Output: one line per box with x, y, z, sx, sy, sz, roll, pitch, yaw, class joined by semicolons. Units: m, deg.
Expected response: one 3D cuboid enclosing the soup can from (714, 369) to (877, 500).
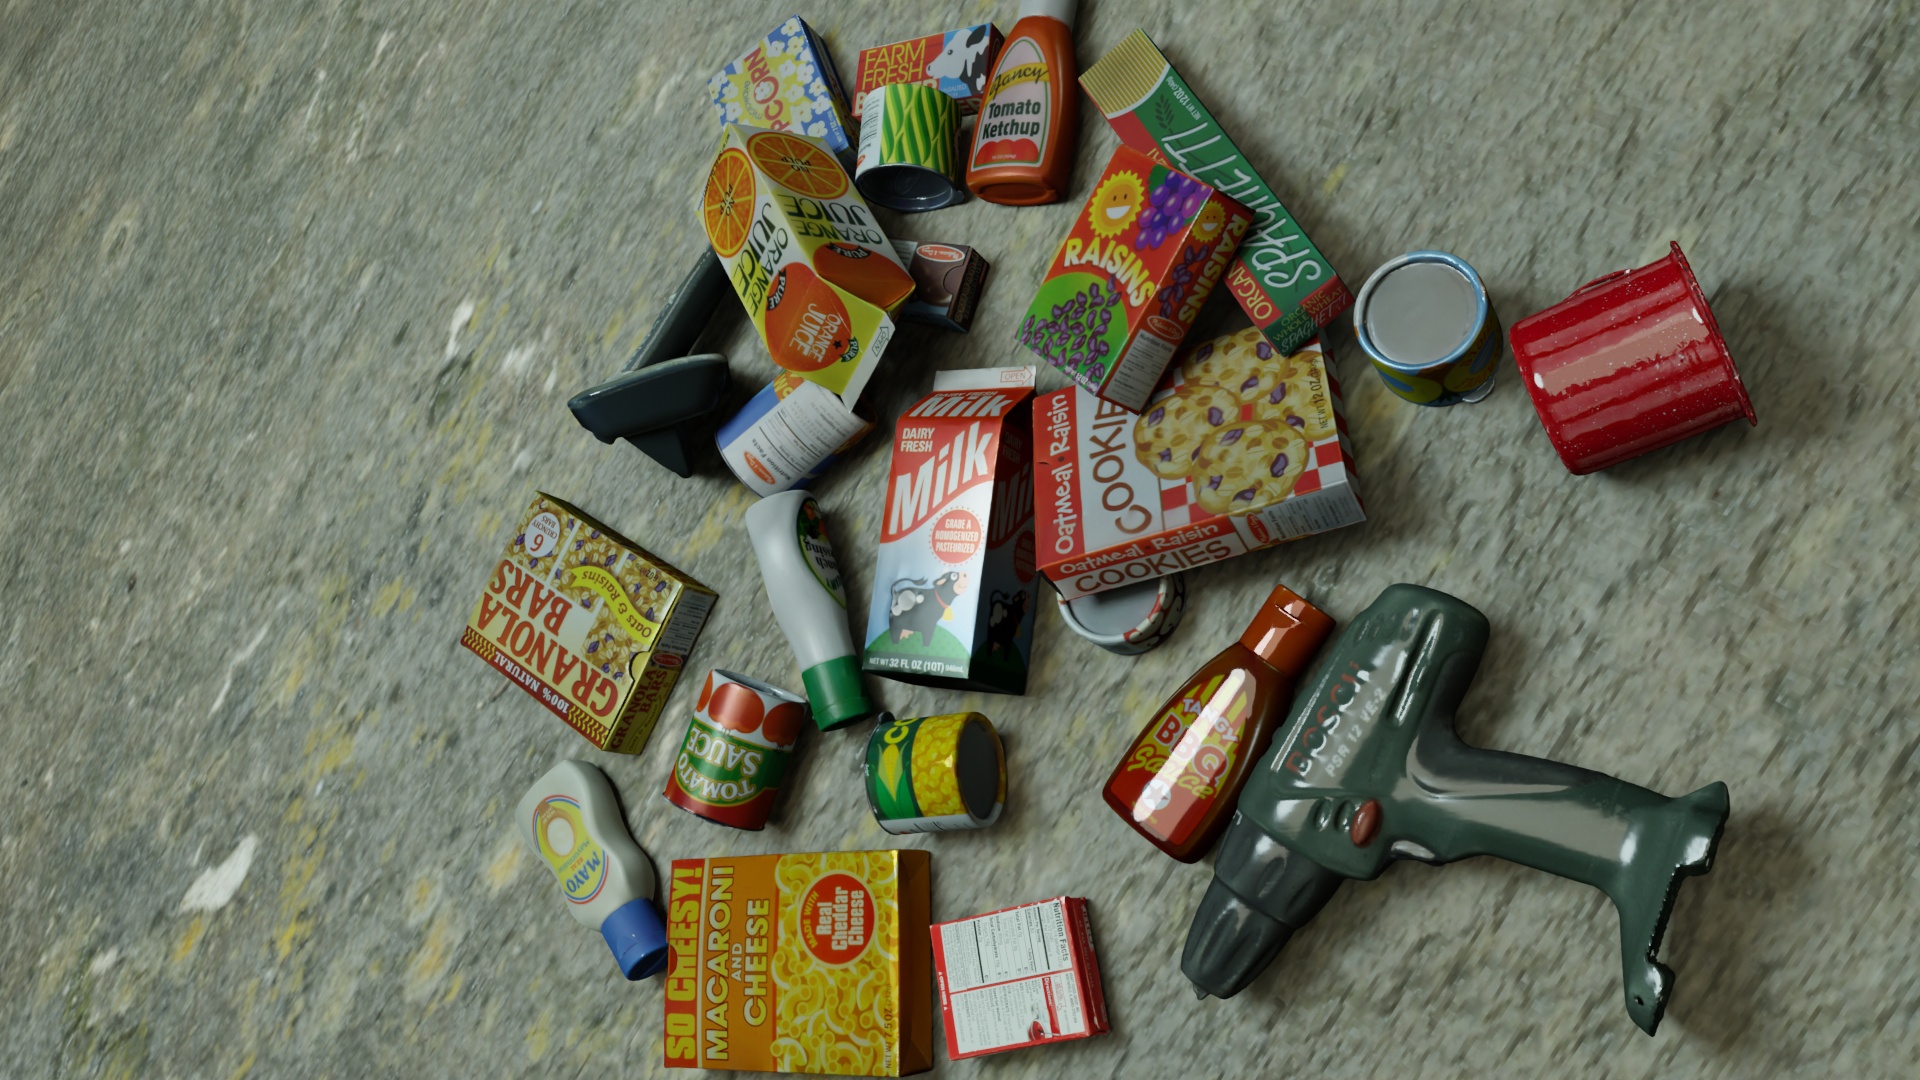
-0.105;-0.074;0.895;0.083;0.071;0.071;-38;63;14;soup can

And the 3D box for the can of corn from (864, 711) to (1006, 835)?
-0.014;0.130;0.790;0.058;0.071;0.071;-10;73;26;can of corn

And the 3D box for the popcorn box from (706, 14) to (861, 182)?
-0.120;-0.293;0.973;0.085;0.038;0.127;-29;65;18;popcorn box

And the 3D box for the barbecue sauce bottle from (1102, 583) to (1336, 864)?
0.140;0.093;0.729;0.065;0.043;0.148;38;96;32;barbecue sauce bottle

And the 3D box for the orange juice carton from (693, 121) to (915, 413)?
-0.092;-0.170;0.863;0.071;0.073;0.193;-57;50;37;orange juice carton

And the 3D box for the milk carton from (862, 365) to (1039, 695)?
0.003;-0.010;0.813;0.072;0.073;0.191;1;78;29;milk carton

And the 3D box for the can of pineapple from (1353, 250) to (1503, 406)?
0.243;-0.108;0.715;0.071;0.058;0.071;-7;74;27;can of pineapple

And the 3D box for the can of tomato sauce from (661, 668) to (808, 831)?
-0.139;0.129;0.857;0.071;0.071;0.083;18;86;31;can of tomato sauce

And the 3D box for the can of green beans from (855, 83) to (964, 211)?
-0.033;-0.253;0.899;0.071;0.071;0.058;-3;76;28;can of green beans

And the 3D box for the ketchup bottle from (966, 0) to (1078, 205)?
0.046;-0.288;0.878;0.065;0.043;0.149;5;79;30;ketchup bottle

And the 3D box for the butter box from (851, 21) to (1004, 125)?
-0.022;-0.310;0.932;0.103;0.024;0.053;-1;76;28;butter box

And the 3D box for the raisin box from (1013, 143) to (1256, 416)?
0.092;-0.142;0.755;0.086;0.040;0.123;44;110;47;raisin box

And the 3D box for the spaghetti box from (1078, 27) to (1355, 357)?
0.139;-0.204;0.787;0.050;0.028;0.251;-37;51;17;spaghetti box

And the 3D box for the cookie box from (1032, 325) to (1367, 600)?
0.122;-0.047;0.749;0.167;0.040;0.123;-16;50;21;cookie box

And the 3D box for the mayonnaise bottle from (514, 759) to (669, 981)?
-0.234;0.215;0.904;0.064;0.041;0.148;-46;60;9;mayonnaise bottle

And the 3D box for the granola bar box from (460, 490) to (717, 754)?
-0.261;0.054;0.961;0.166;0.039;0.124;27;91;31;granola bar box

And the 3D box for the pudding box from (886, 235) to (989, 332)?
-0.028;-0.166;0.895;0.084;0.030;0.049;14;83;31;pudding box

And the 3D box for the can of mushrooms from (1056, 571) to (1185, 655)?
0.091;0.027;0.779;0.071;0.033;0.071;-8;72;27;can of mushrooms

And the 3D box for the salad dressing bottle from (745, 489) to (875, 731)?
-0.092;0.043;0.862;0.044;0.064;0.148;-22;76;12;salad dressing bottle

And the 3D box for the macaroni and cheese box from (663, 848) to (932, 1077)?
-0.099;0.248;0.822;0.166;0.040;0.124;-9;72;26;macaroni and cheese box
